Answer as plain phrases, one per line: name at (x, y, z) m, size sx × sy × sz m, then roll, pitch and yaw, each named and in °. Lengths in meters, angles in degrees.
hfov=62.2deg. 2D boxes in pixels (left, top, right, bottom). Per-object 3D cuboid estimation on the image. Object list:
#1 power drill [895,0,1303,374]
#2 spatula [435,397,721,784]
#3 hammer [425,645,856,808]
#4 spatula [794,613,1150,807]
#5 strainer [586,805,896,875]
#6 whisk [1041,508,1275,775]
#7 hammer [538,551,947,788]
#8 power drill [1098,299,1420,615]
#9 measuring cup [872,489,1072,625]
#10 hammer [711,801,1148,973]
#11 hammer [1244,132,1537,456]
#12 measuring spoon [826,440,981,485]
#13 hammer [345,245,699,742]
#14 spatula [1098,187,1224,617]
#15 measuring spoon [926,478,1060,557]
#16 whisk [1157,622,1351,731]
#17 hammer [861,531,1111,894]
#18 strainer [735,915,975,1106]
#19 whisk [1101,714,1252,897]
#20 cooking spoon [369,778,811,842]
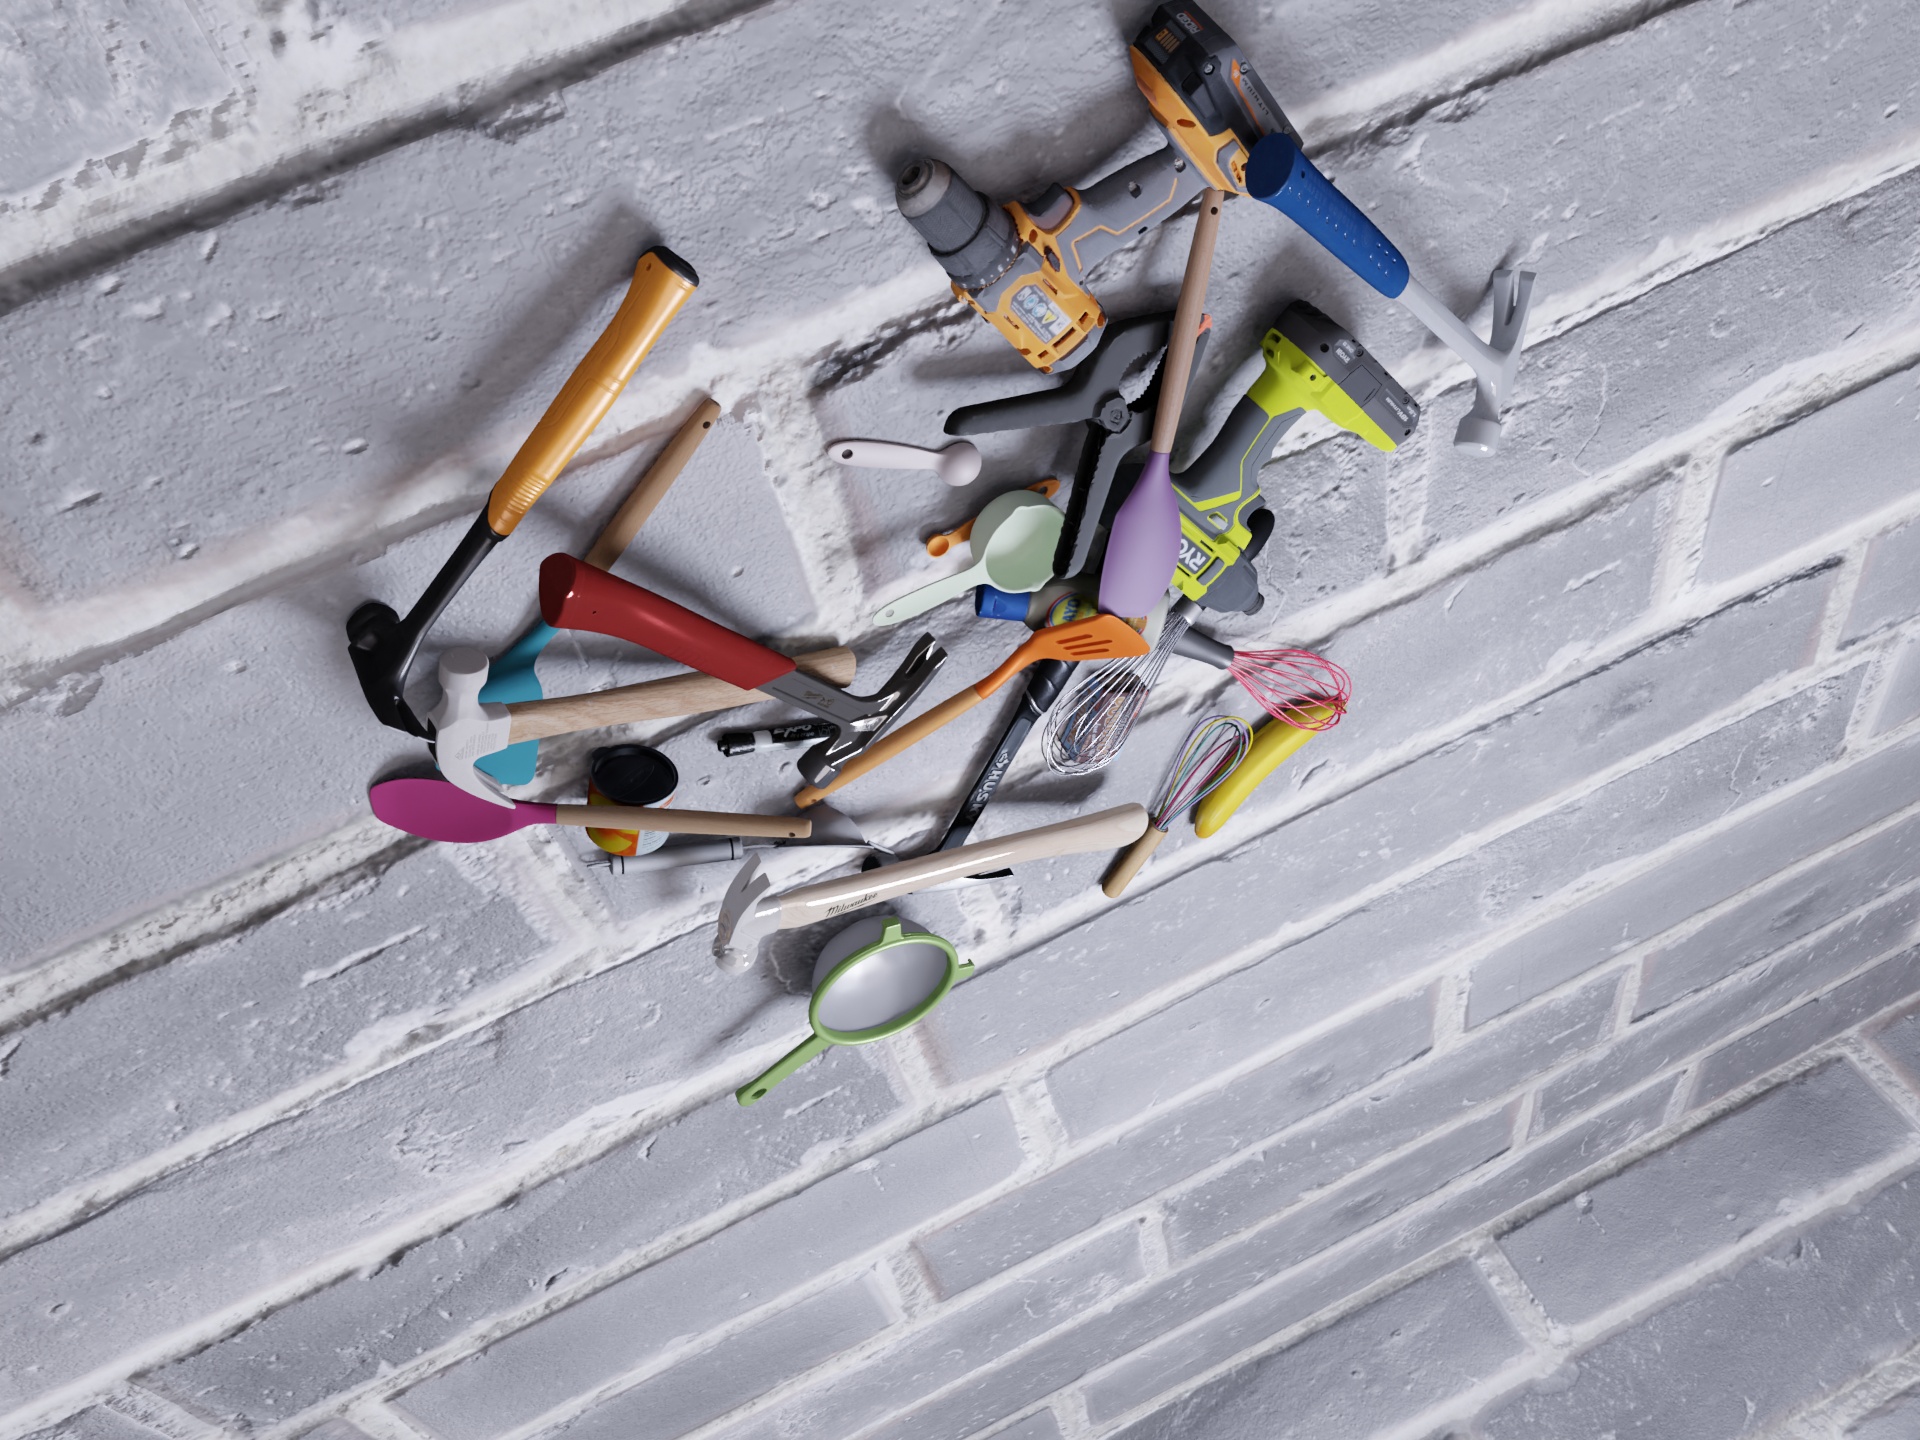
power drill at (0.082, -0.344, 1.005) m, size 0.226 × 0.084 × 0.185 m, roll -40°, pitch 139°, yaw 17°
spatula at (-0.252, -0.086, 1.083) m, size 0.082 × 0.044 × 0.317 m, roll 17°, pitch 120°, yaw -50°
hammer at (-0.219, -0.013, 1.144) m, size 0.331 × 0.031 × 0.130 m, roll -11°, pitch 136°, yaw -37°
spatula at (-0.002, -0.004, 1.280) m, size 0.322 × 0.041 × 0.081 m, roll -31°, pitch 148°, yaw 18°
strainer at (-0.179, 0.103, 1.321) m, size 0.258 × 0.050 × 0.087 m, roll -6°, pitch 177°, yaw -20°
whisk at (0.166, -0.067, 1.316) m, size 0.284 × 0.070 × 0.070 m, roll -50°, pitch 139°, yaw -4°
hammer at (-0.149, -0.049, 1.107) m, size 0.149 × 0.037 × 0.358 m, roll -47°, pitch 148°, yaw 10°
power drill at (0.233, -0.192, 1.222) m, size 0.171 × 0.080 × 0.223 m, roll 34°, pitch 107°, yaw -31°
measuring cup at (0.003, -0.118, 1.194) m, size 0.167 × 0.038 × 0.083 m, roll -26°, pitch 136°, yaw -9°
hammer at (-0.010, 0.122, 1.372) m, size 0.410 × 0.038 × 0.146 m, roll -12°, pitch 150°, yaw -27°
hammer at (0.312, -0.310, 1.116) m, size 0.405 × 0.035 × 0.144 m, roll 14°, pitch 92°, yaw -51°
measuring spoon at (-0.037, -0.184, 1.136) m, size 0.124 × 0.018 × 0.034 m, roll 0°, pitch 131°, yaw -31°
hammer at (-0.267, -0.143, 0.975) m, size 0.034 × 0.127 × 0.337 m, roll 27°, pitch 108°, yaw -44°
spatula at (0.150, -0.218, 1.138) m, size 0.059 × 0.018 × 0.315 m, roll 0°, pitch 118°, yaw -17°
measuring spoon at (0.024, -0.157, 1.210) m, size 0.117 × 0.011 × 0.021 m, roll -29°, pitch 136°, yaw -9°
whisk at (0.249, -0.050, 1.419) m, size 0.295 × 0.073 × 0.073 m, roll 19°, pitch 120°, yaw -35°
hammer at (0.060, 0.001, 1.368) m, size 0.149 × 0.036 × 0.408 m, roll 6°, pitch 127°, yaw -37°
strainer at (-0.121, 0.264, 1.494) m, size 0.256 × 0.069 × 0.151 m, roll -40°, pitch 141°, yaw 10°
whisk at (0.208, 0.088, 1.542) m, size 0.047 × 0.051 × 0.245 m, roll 1°, pitch 133°, yaw -40°
cooking spoon at (-0.269, 0.070, 1.164) m, size 0.319 × 0.017 × 0.068 m, roll 4°, pitch 135°, yaw -3°
